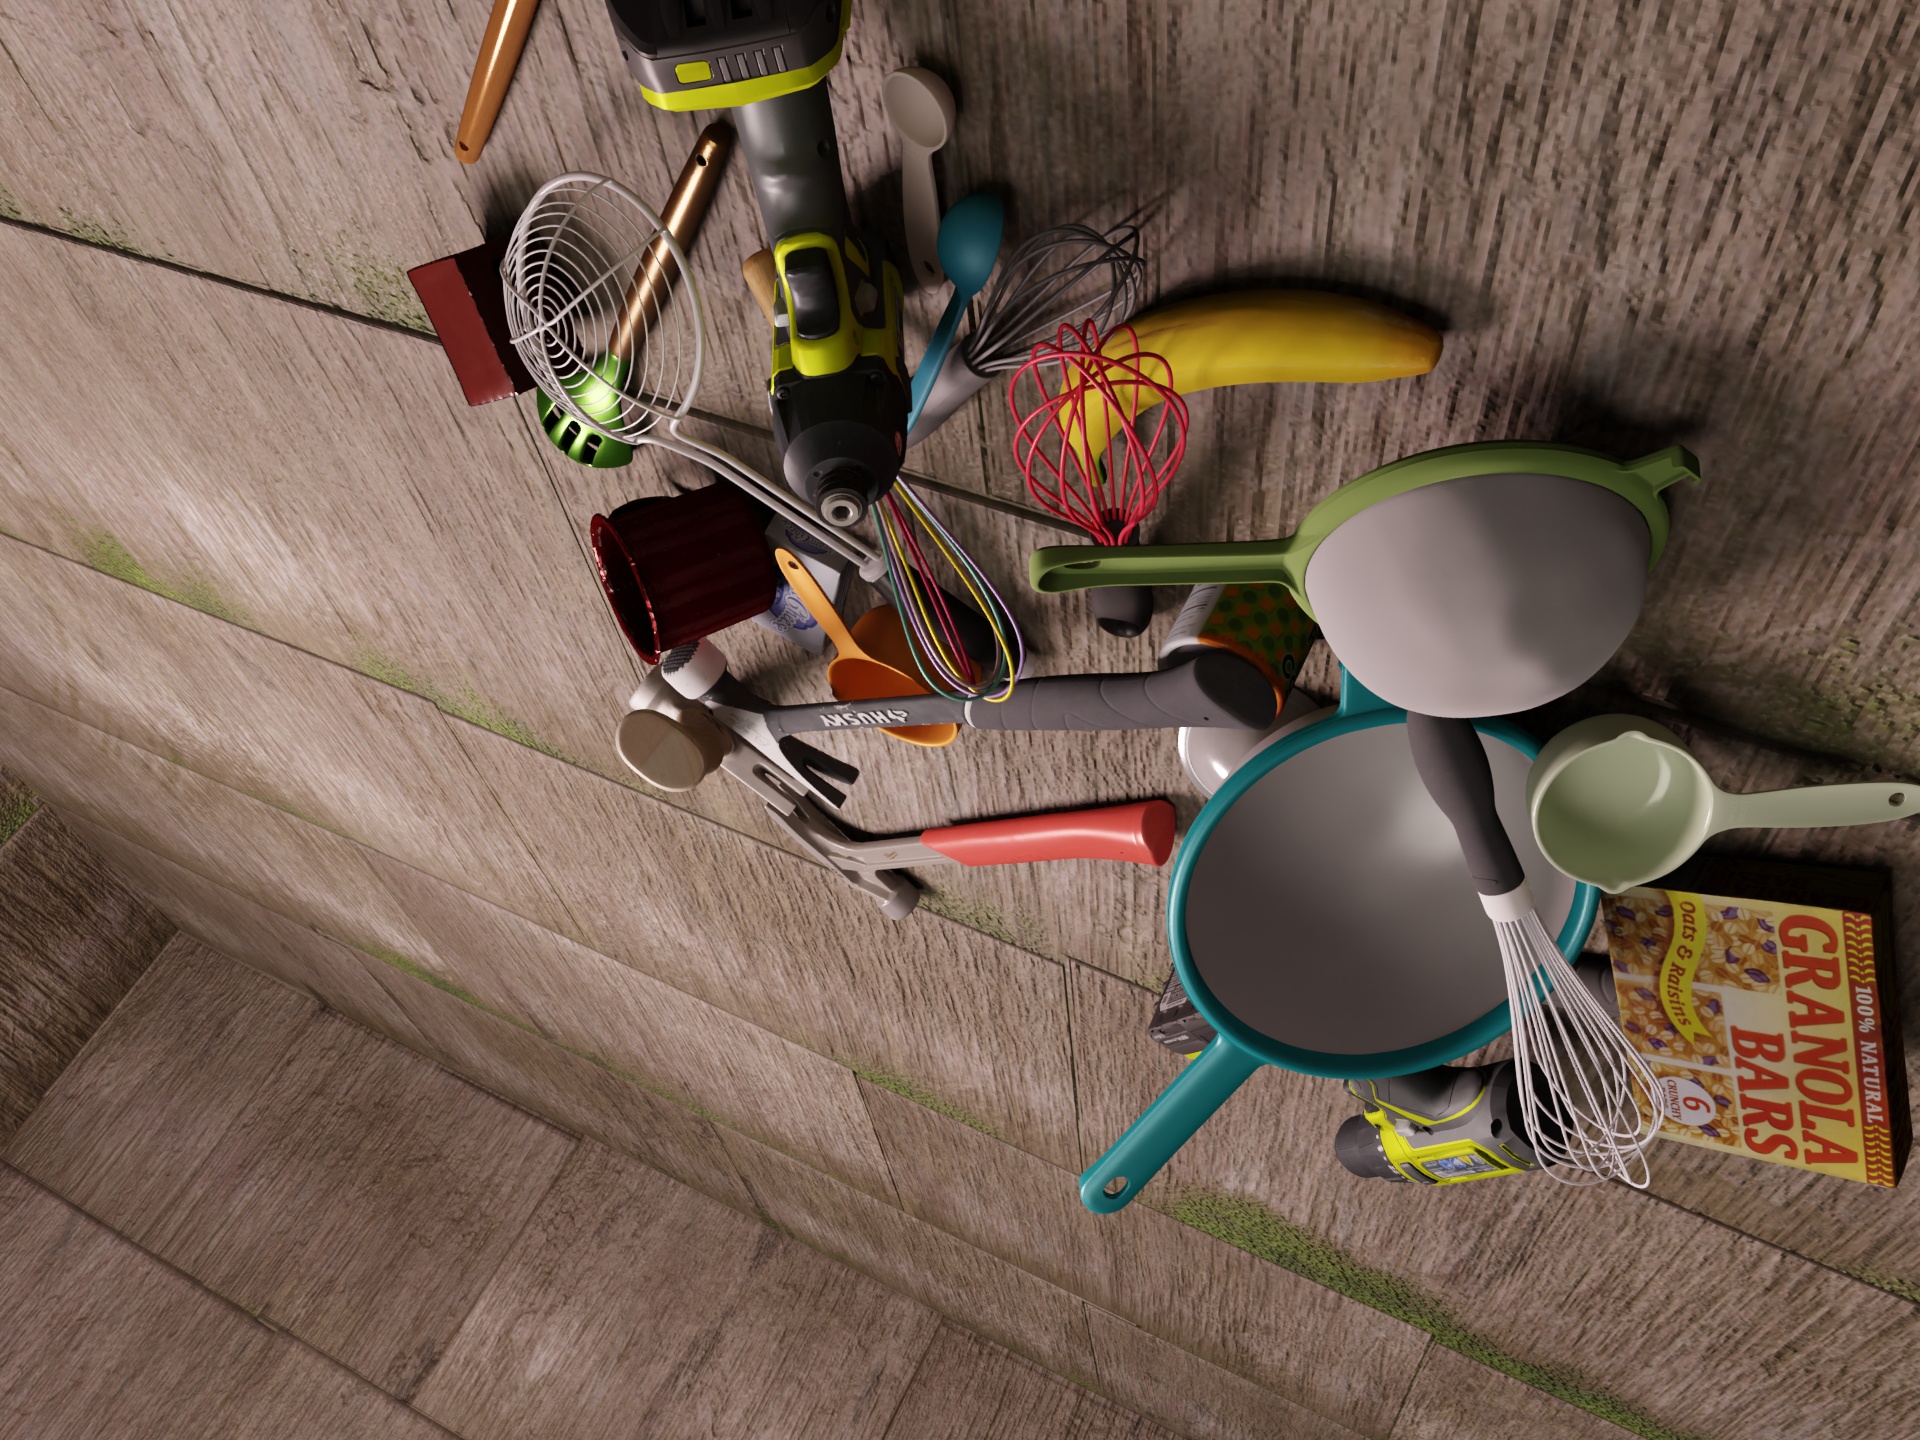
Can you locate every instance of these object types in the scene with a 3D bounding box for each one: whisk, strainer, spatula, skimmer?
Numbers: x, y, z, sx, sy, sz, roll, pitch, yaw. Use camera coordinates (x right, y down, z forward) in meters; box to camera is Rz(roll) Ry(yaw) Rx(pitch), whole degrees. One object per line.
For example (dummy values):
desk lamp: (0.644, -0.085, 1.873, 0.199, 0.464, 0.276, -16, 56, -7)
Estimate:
whisk: (0.265, 0.107, 0.740, 0.070, 0.070, 0.284, -5, 119, 47)
strainer: (0.201, 0.068, 0.876, 0.087, 0.050, 0.258, -30, 112, 31)
strainer: (0.166, 0.117, 0.823, 0.211, 0.095, 0.340, 31, 112, -17)
strainer: (0.156, -0.043, 0.642, 0.256, 0.069, 0.151, -1, 153, 2)
spatula: (-0.181, -0.320, 0.660, 0.081, 0.041, 0.322, 37, 152, -13)
whisk: (0.009, -0.162, 0.722, 0.055, 0.055, 0.239, 40, 155, -15)
whisk: (-0.041, -0.114, 0.773, 0.245, 0.051, 0.047, 61, 176, -6)
whisk: (0.067, -0.093, 0.713, 0.073, 0.073, 0.295, 23, 168, 14)
skimmer: (-0.082, -0.137, 0.839, 0.127, 0.090, 0.363, -17, 141, 43)

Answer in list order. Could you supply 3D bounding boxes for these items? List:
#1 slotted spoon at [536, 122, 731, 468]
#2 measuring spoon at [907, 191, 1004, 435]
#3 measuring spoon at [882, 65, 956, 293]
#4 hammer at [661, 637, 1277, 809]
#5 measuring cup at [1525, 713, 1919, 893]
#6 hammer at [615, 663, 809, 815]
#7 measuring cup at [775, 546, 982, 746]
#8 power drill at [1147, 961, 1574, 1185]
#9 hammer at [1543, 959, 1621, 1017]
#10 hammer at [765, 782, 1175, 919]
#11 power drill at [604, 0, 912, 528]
slotted spoon: (-0.174, -0.211, 0.839, 0.070, 0.031, 0.313, 39, 149, -8)
measuring spoon: (-0.014, -0.173, 0.694, 0.021, 0.042, 0.128, 10, 134, -21)
measuring spoon: (-0.013, -0.228, 0.677, 0.034, 0.018, 0.124, 37, 161, 17)
hammer: (-0.001, -0.003, 0.877, 0.409, 0.036, 0.149, -2, 142, 47)
measuring cup: (0.337, 0.031, 0.707, 0.167, 0.038, 0.083, -3, 117, 6)
hammer: (-0.156, 0.021, 0.990, 0.146, 0.038, 0.410, 37, 178, -6)
measuring cup: (-0.049, -0.056, 0.931, 0.095, 0.052, 0.173, 6, 145, 39)
power drill: (0.237, 0.217, 0.998, 0.228, 0.080, 0.190, 34, 150, -8)
hammer: (0.305, 0.151, 0.947, 0.335, 0.035, 0.146, 3, 140, 40)
hammer: (0.008, 0.081, 1.115, 0.149, 0.037, 0.359, 45, 149, -24)
power drill: (-0.064, -0.198, 0.616, 0.080, 0.171, 0.223, -9, 137, 5)
